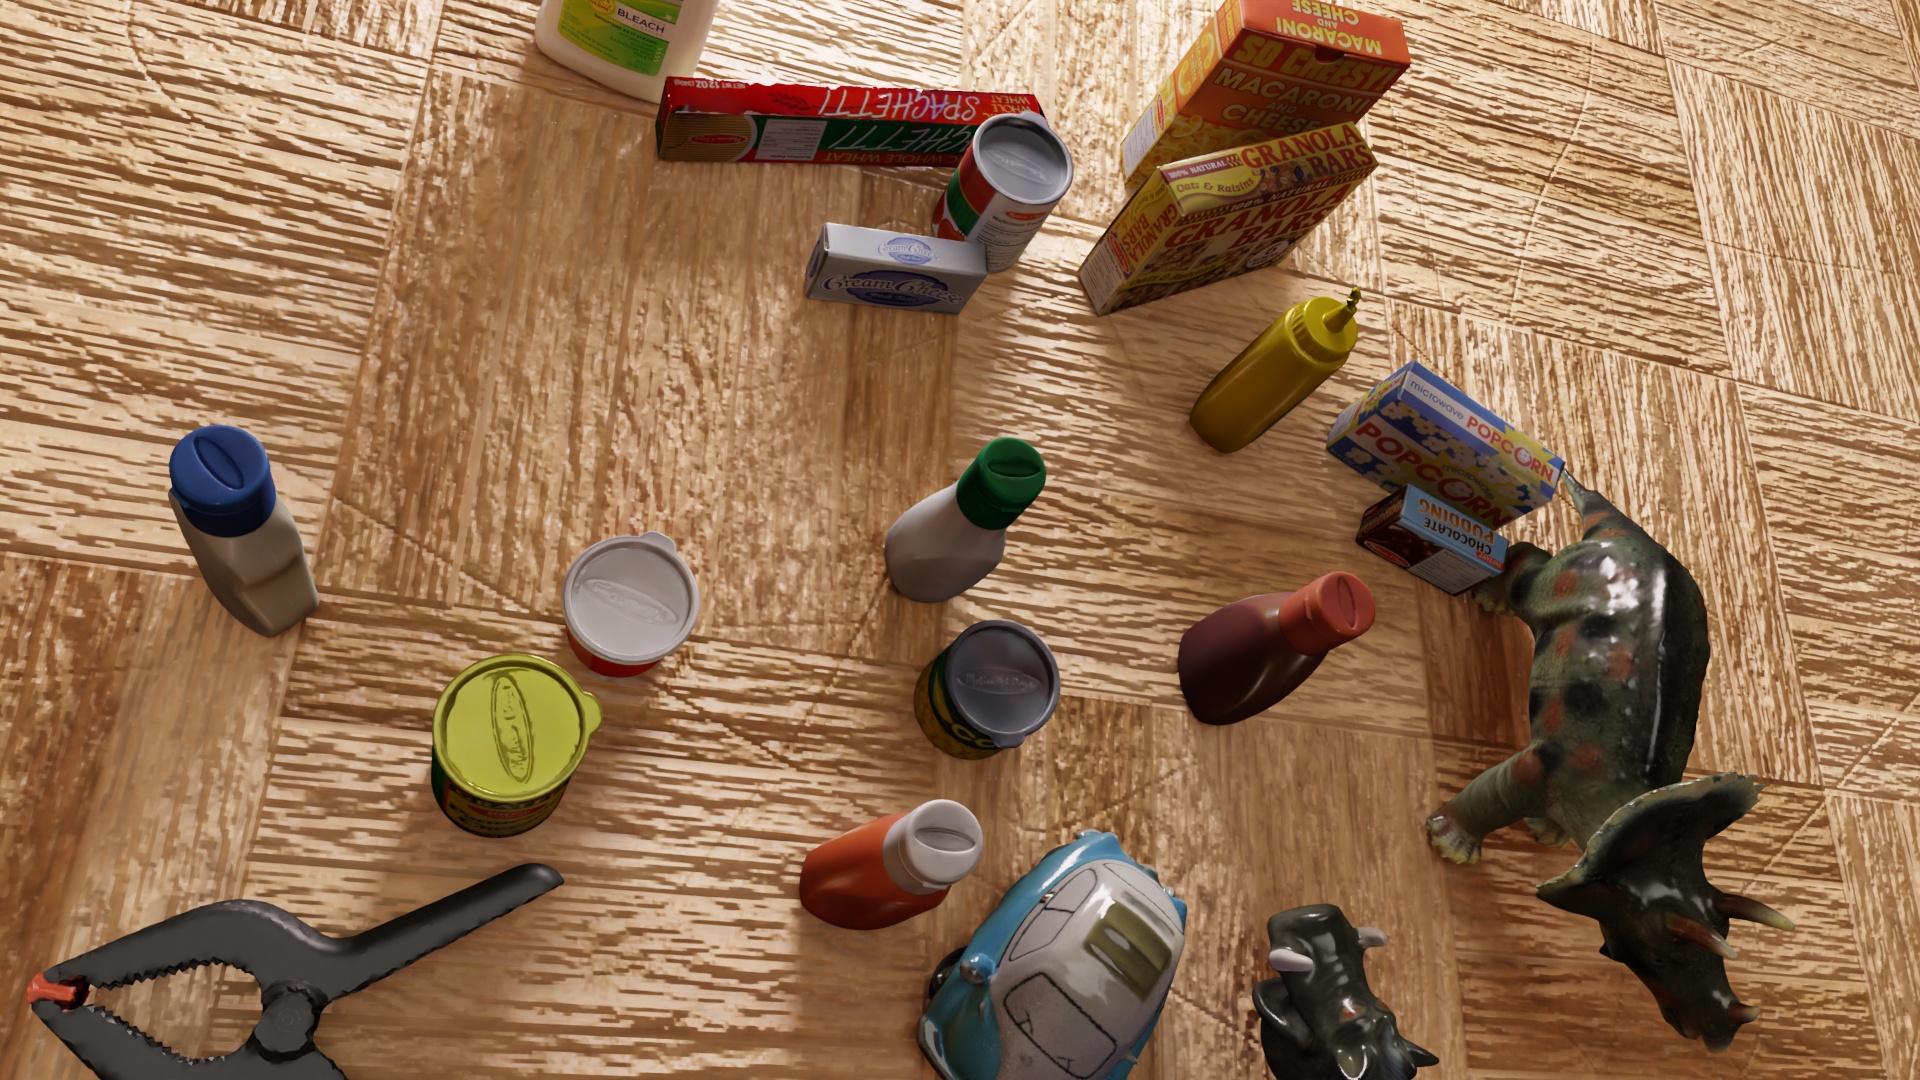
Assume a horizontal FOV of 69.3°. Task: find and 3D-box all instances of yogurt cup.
[{"bbox_3d":[-0.173,0.038,0.716,0.072,0.053,0.072,8,66,-18],"label":"yogurt cup"}]

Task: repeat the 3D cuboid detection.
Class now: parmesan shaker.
[{"bbox_3d":[-0.209,0.099,0.649,0.071,0.102,0.071,8,67,-18],"label":"parmesan shaker"}]

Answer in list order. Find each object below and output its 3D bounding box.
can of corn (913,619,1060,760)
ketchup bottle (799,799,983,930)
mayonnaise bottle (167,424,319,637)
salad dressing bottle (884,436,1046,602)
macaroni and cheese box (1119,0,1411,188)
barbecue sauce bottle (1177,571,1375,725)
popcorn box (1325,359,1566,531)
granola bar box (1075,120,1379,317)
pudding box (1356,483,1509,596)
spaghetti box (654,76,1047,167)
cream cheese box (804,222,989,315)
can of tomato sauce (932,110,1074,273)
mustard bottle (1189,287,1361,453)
[{"bbox_3d":[0.014,0.086,0.765,0.071,0.058,0.071,8,66,-18],"label":"can of corn"},{"bbox_3d":[-0.031,0.157,0.667,0.065,0.148,0.044,12,65,-16],"label":"ketchup bottle"},{"bbox_3d":[-0.322,-0.005,0.622,0.065,0.147,0.041,48,61,3],"label":"mayonnaise bottle"},{"bbox_3d":[0.003,-0.009,0.750,0.064,0.147,0.044,3,68,-20],"label":"salad dressing bottle"},{"bbox_3d":[0.199,-0.290,0.931,0.124,0.165,0.040,5,68,-19],"label":"macaroni and cheese box"},{"bbox_3d":[0.176,0.058,0.788,0.044,0.148,0.065,1,69,-21],"label":"barbecue sauce bottle"},{"bbox_3d":[0.322,-0.057,0.928,0.127,0.085,0.038,32,61,-6],"label":"popcorn box"},{"bbox_3d":[0.173,-0.211,0.913,0.166,0.123,0.039,-20,77,-27],"label":"granola bar box"},{"bbox_3d":[0.313,0.001,0.921,0.084,0.049,0.030,27,62,-9],"label":"pudding box"},{"bbox_3d":[-0.066,-0.264,0.885,0.251,0.050,0.029,-5,71,-23],"label":"spaghetti box"},{"bbox_3d":[-0.040,-0.165,0.852,0.104,0.053,0.024,4,68,-20],"label":"cream cheese box"},{"bbox_3d":[0.025,-0.220,0.883,0.071,0.082,0.071,8,66,-18],"label":"can of tomato sauce"},{"bbox_3d":[0.202,-0.109,0.861,0.049,0.159,0.065,43,61,0],"label":"mustard bottle"}]
